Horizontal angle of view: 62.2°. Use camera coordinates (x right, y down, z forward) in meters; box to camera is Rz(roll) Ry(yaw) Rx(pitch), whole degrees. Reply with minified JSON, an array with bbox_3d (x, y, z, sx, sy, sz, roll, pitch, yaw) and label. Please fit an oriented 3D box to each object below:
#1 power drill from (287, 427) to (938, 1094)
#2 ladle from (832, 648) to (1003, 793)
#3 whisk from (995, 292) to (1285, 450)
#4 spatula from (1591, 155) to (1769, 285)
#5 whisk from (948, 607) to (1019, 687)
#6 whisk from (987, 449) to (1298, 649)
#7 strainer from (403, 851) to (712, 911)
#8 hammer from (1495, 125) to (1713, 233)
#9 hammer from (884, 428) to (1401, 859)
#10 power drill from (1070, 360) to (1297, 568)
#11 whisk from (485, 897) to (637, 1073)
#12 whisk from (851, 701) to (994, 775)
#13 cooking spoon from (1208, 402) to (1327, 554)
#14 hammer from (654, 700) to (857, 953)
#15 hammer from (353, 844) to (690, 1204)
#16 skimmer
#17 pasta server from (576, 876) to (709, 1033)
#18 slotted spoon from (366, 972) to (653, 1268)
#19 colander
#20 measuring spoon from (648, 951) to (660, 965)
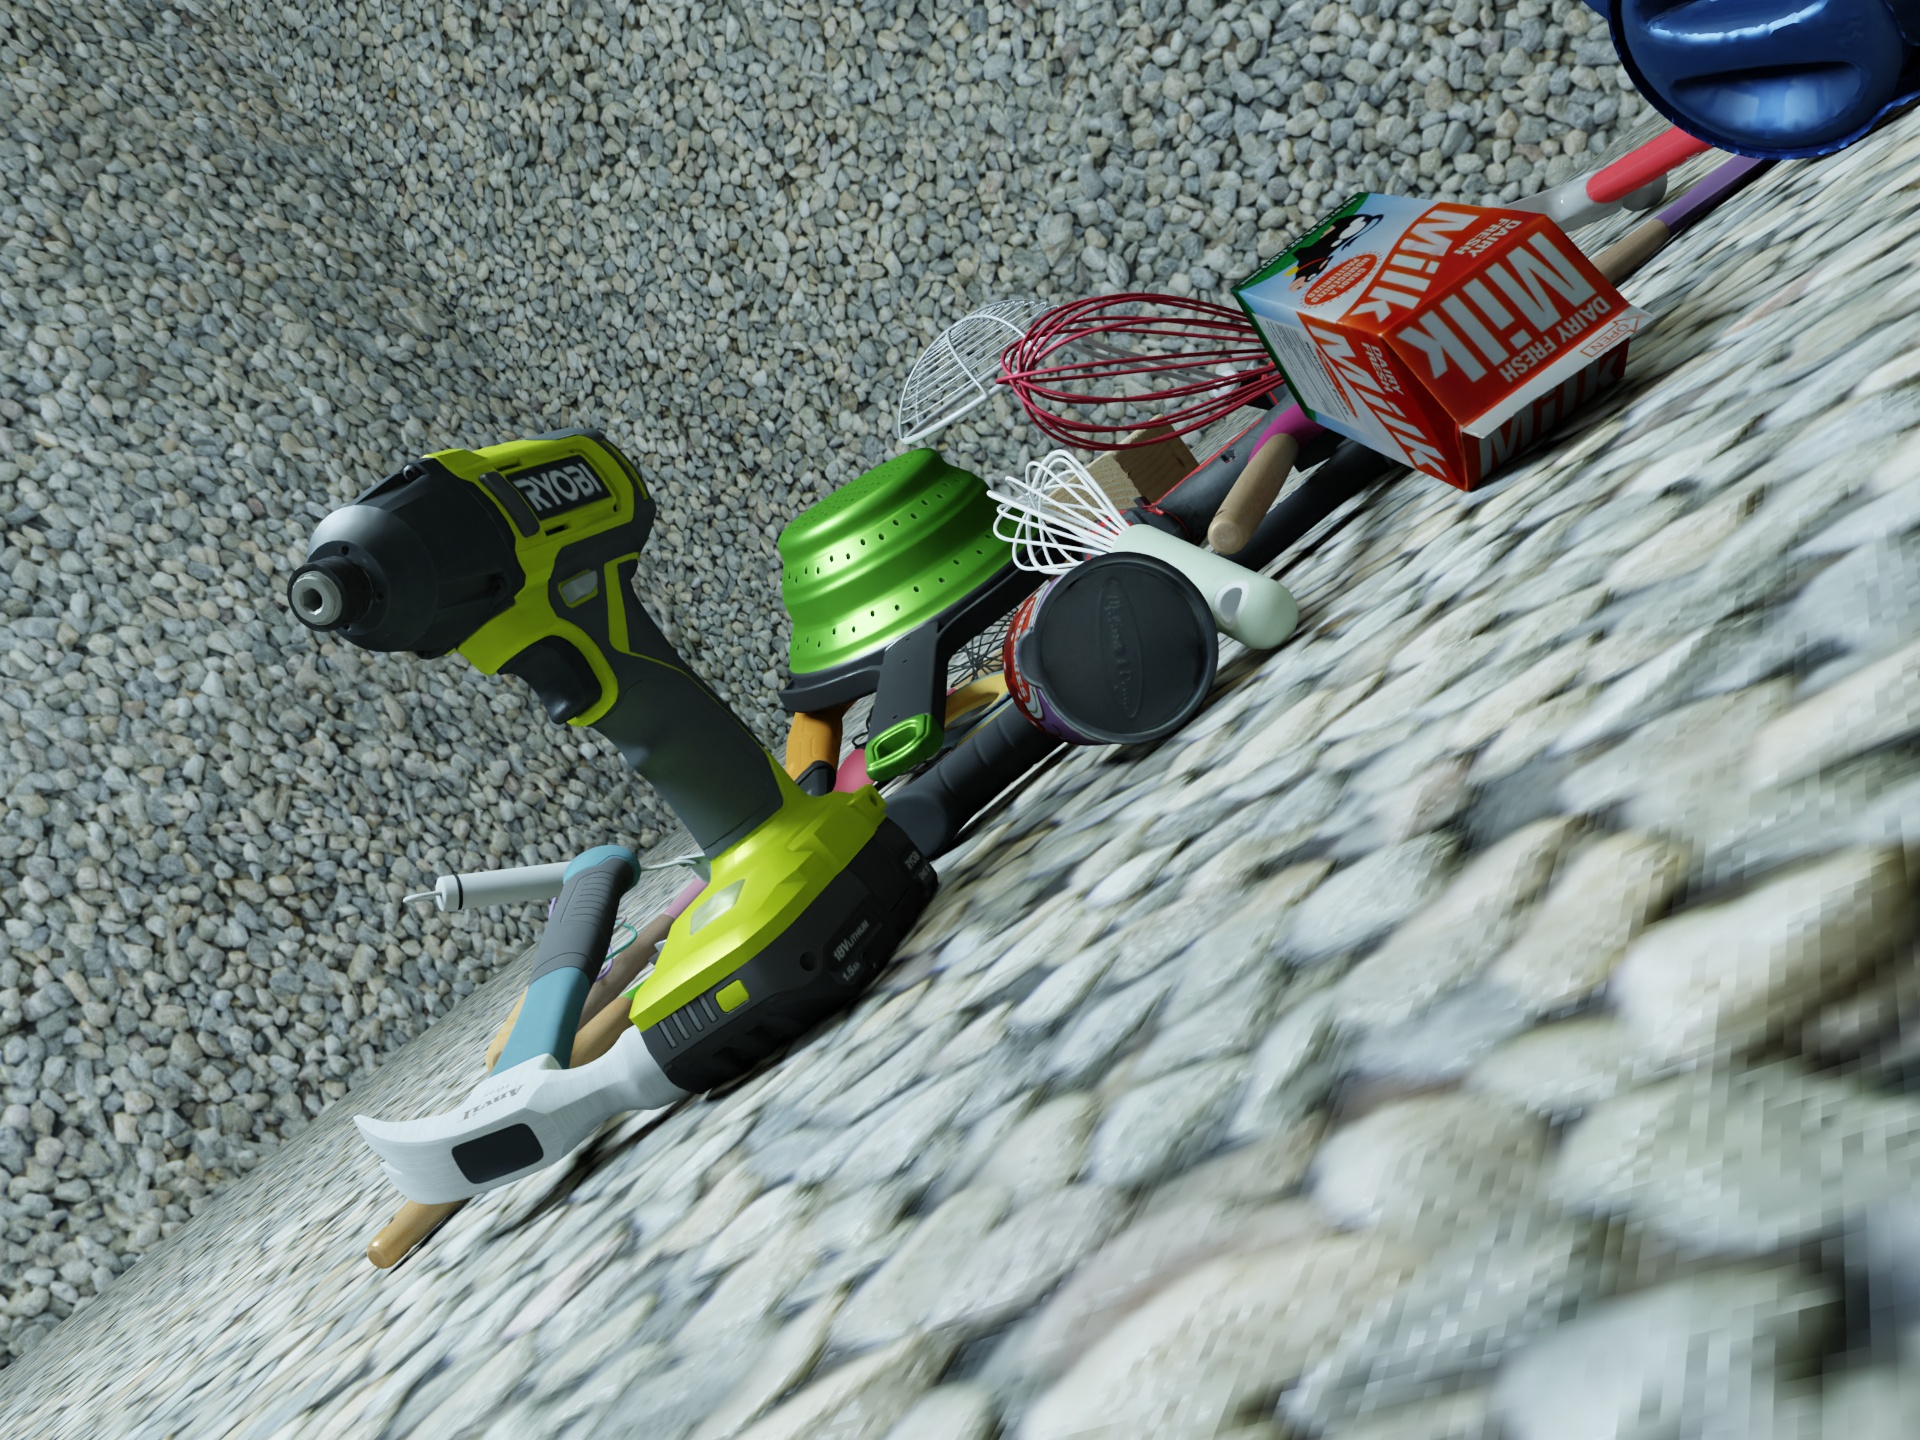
[{"bbox_3d":[-0.116,0.007,0.545,0.080,0.223,0.171,-35,5,23],"label":"power drill"},{"bbox_3d":[0.017,-0.030,1.166,0.315,0.031,0.069,-38,4,-31],"label":"ladle"},{"bbox_3d":[0.157,-0.172,0.742,0.295,0.073,0.073,-10,-3,-16],"label":"whisk"},{"bbox_3d":[0.348,-0.244,0.836,0.316,0.018,0.060,-37,6,-16],"label":"spatula"},{"bbox_3d":[0.046,-0.057,1.063,0.070,0.070,0.284,-35,0,19],"label":"whisk"},{"bbox_3d":[0.070,-0.070,0.656,0.058,0.059,0.246,-70,24,11],"label":"whisk"},{"bbox_3d":[-0.181,0.087,0.899,0.258,0.050,0.087,-5,-5,-30],"label":"strainer"},{"bbox_3d":[0.445,-0.348,0.885,0.143,0.038,0.386,-22,3,-14],"label":"hammer"},{"bbox_3d":[0.096,-0.050,0.707,0.335,0.035,0.146,-39,6,-16],"label":"hammer"},{"bbox_3d":[0.159,-0.145,0.953,0.219,0.078,0.143,-40,4,1],"label":"power drill"},{"bbox_3d":[-0.208,0.139,0.830,0.245,0.051,0.047,-114,43,-81],"label":"whisk"},{"bbox_3d":[-0.001,-0.002,0.917,0.055,0.055,0.239,-39,10,-26],"label":"whisk"},{"bbox_3d":[0.140,-0.116,0.704,0.068,0.017,0.319,-33,7,25],"label":"cooking spoon"},{"bbox_3d":[-0.088,0.036,0.882,0.127,0.034,0.337,-36,15,8],"label":"hammer"},{"bbox_3d":[-0.172,0.113,0.695,0.128,0.033,0.331,-25,13,-2],"label":"hammer"},{"bbox_3d":[0.126,-0.196,1.009,0.363,0.090,0.127,4,-12,-34],"label":"skimmer"},{"bbox_3d":[-0.188,0.145,0.965,0.060,0.040,0.316,-33,10,42],"label":"pasta server"},{"bbox_3d":[-0.175,0.153,0.771,0.070,0.031,0.314,-40,4,34],"label":"slotted spoon"},{"bbox_3d":[-0.042,-0.072,0.870,0.204,0.094,0.397,-29,16,10],"label":"colander"},{"bbox_3d":[-0.142,0.121,0.942,0.034,0.018,0.124,-37,-3,26],"label":"measuring spoon"}]
